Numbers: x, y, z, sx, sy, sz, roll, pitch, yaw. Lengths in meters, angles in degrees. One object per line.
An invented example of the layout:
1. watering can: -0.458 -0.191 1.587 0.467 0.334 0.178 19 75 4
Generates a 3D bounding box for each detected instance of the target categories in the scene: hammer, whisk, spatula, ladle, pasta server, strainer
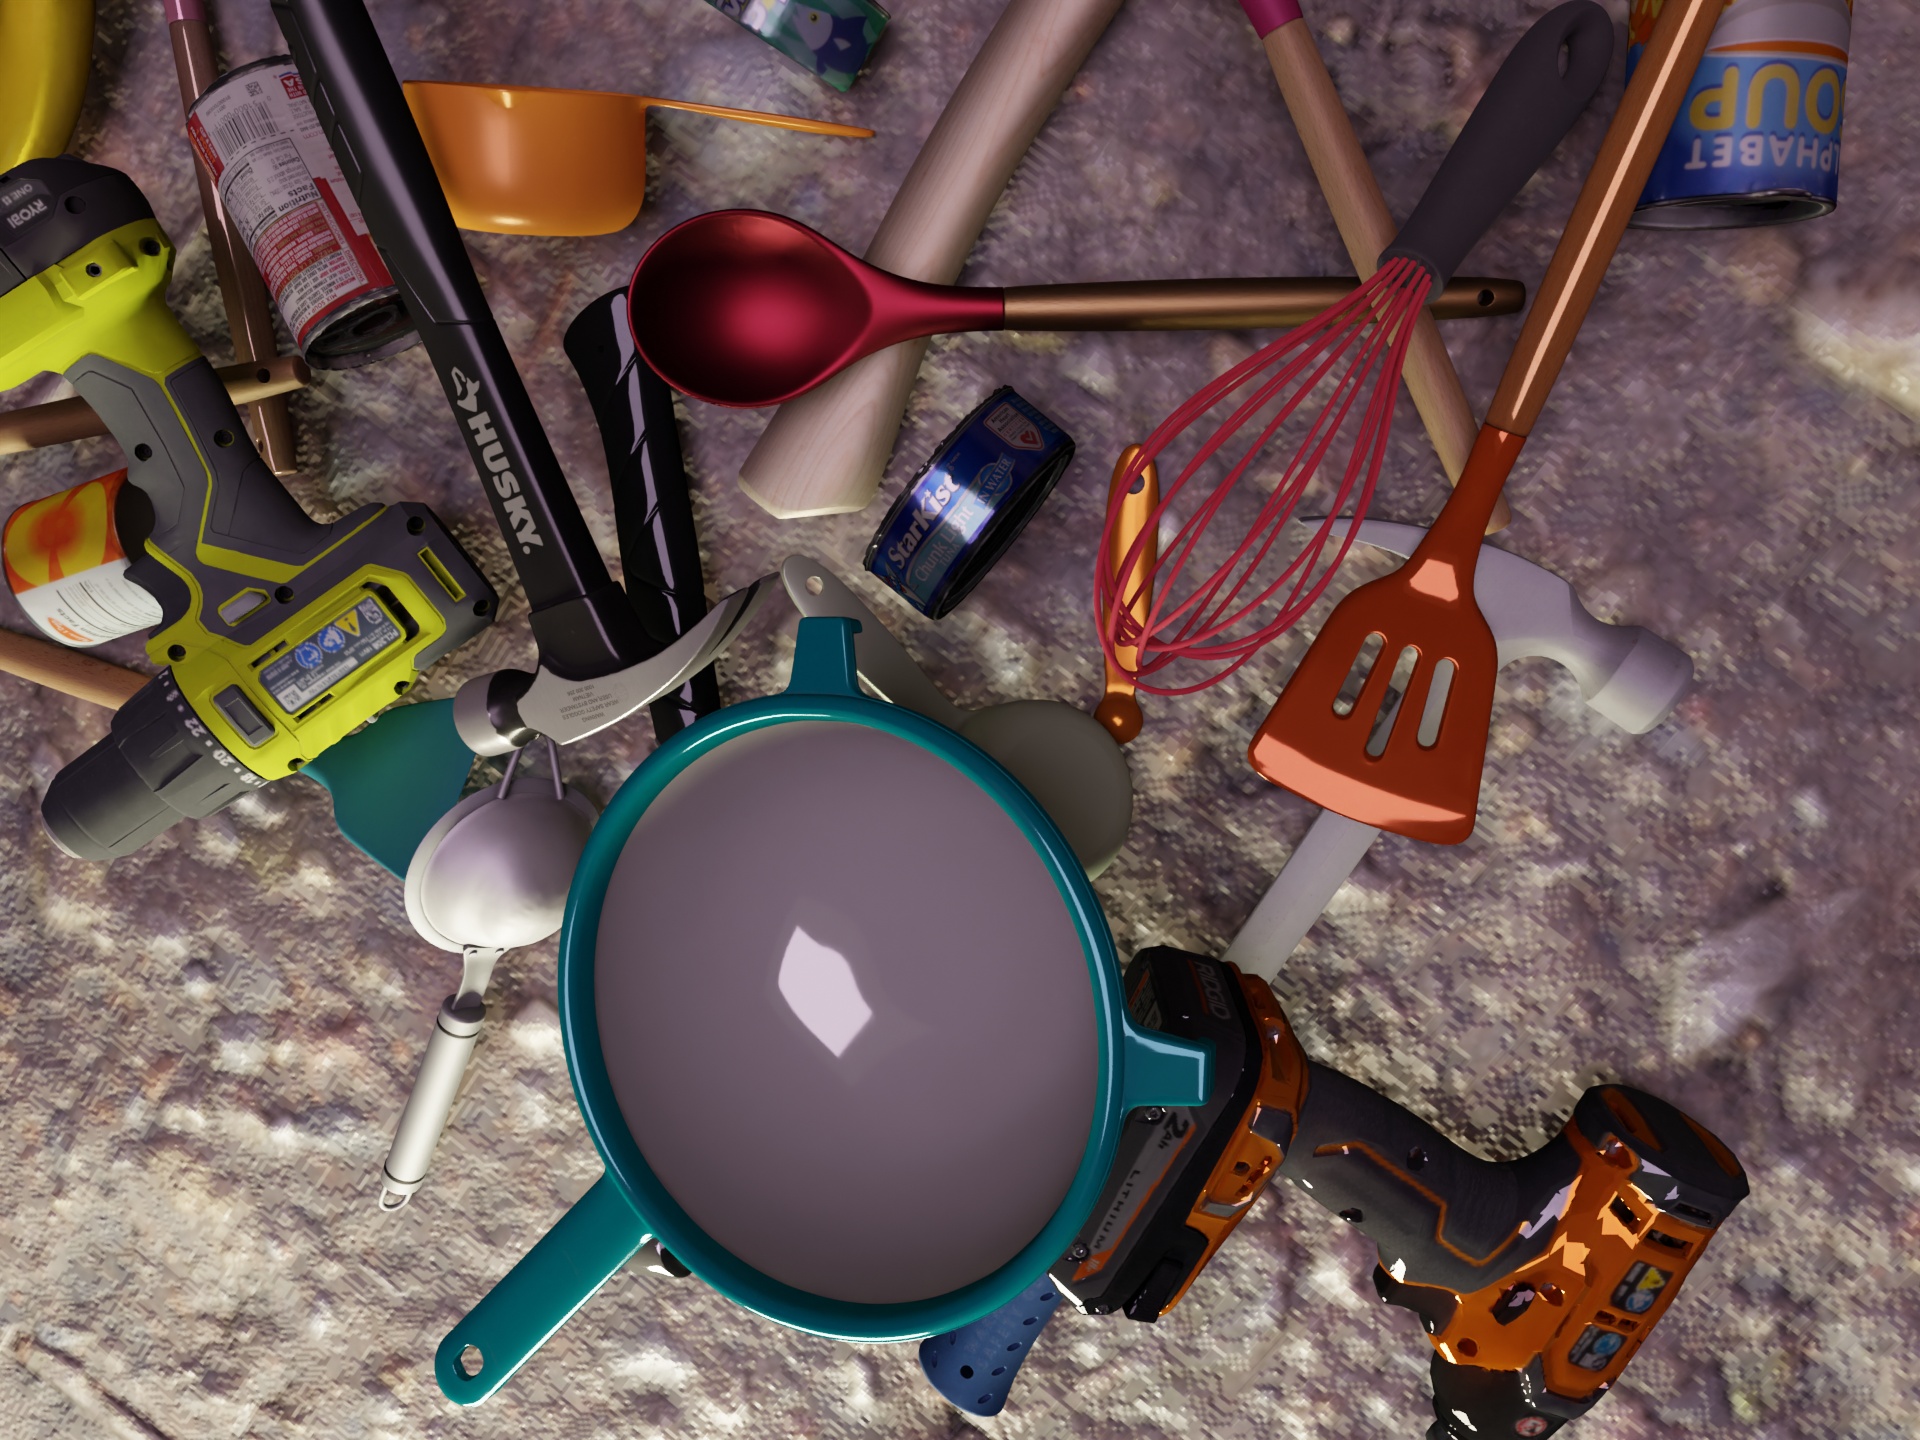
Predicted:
1. hammer: 0.096 0.107 0.617 0.144 0.035 0.405 33 105 6
2. hammer: -0.179 -0.154 0.558 0.146 0.035 0.334 -14 103 29
3. whisk: 0.132 -0.127 0.502 0.073 0.073 0.296 35 74 6
4. hammer: -0.103 0.032 0.642 0.149 0.036 0.409 -6 95 29
5. hammer: 0.026 -0.256 0.574 0.146 0.038 0.410 36 105 7
6. spatula: 0.186 -0.115 0.509 0.081 0.041 0.322 21 111 8
7. ladle: 0.041 -0.148 0.565 0.315 0.031 0.069 -1 110 1
8. spatula: -0.348 -0.009 0.699 0.317 0.044 0.082 16 78 12
9. pasta server: -0.320 -0.258 0.655 0.060 0.040 0.316 2 104 48
10. ladle: -0.421 -0.122 0.694 0.320 0.062 0.078 -8 96 12
11. strainer: -0.209 0.121 0.679 0.050 0.086 0.258 47 122 38
12. strainer: -0.069 0.136 0.573 0.340 0.095 0.211 -46 74 22

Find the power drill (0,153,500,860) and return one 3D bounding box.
1. power drill: -0.320 -0.074 0.608 0.190 0.080 0.228 -37 110 -7

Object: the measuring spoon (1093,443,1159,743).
1. measuring spoon: 0.063 -0.047 0.611 0.021 0.011 0.117 5 100 12

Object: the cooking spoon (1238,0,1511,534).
1. cooking spoon: 0.119 -0.208 0.535 0.069 0.017 0.319 -25 99 10

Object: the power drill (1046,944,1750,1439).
1. power drill: 0.144 0.186 0.573 0.226 0.084 0.164 20 109 -10

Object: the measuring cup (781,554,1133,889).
1. measuring cup: -0.001 -0.002 0.586 0.167 0.038 0.083 46 68 -16

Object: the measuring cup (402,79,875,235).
1. measuring cup: -0.121 -0.209 0.603 0.173 0.095 0.052 4 111 -7
